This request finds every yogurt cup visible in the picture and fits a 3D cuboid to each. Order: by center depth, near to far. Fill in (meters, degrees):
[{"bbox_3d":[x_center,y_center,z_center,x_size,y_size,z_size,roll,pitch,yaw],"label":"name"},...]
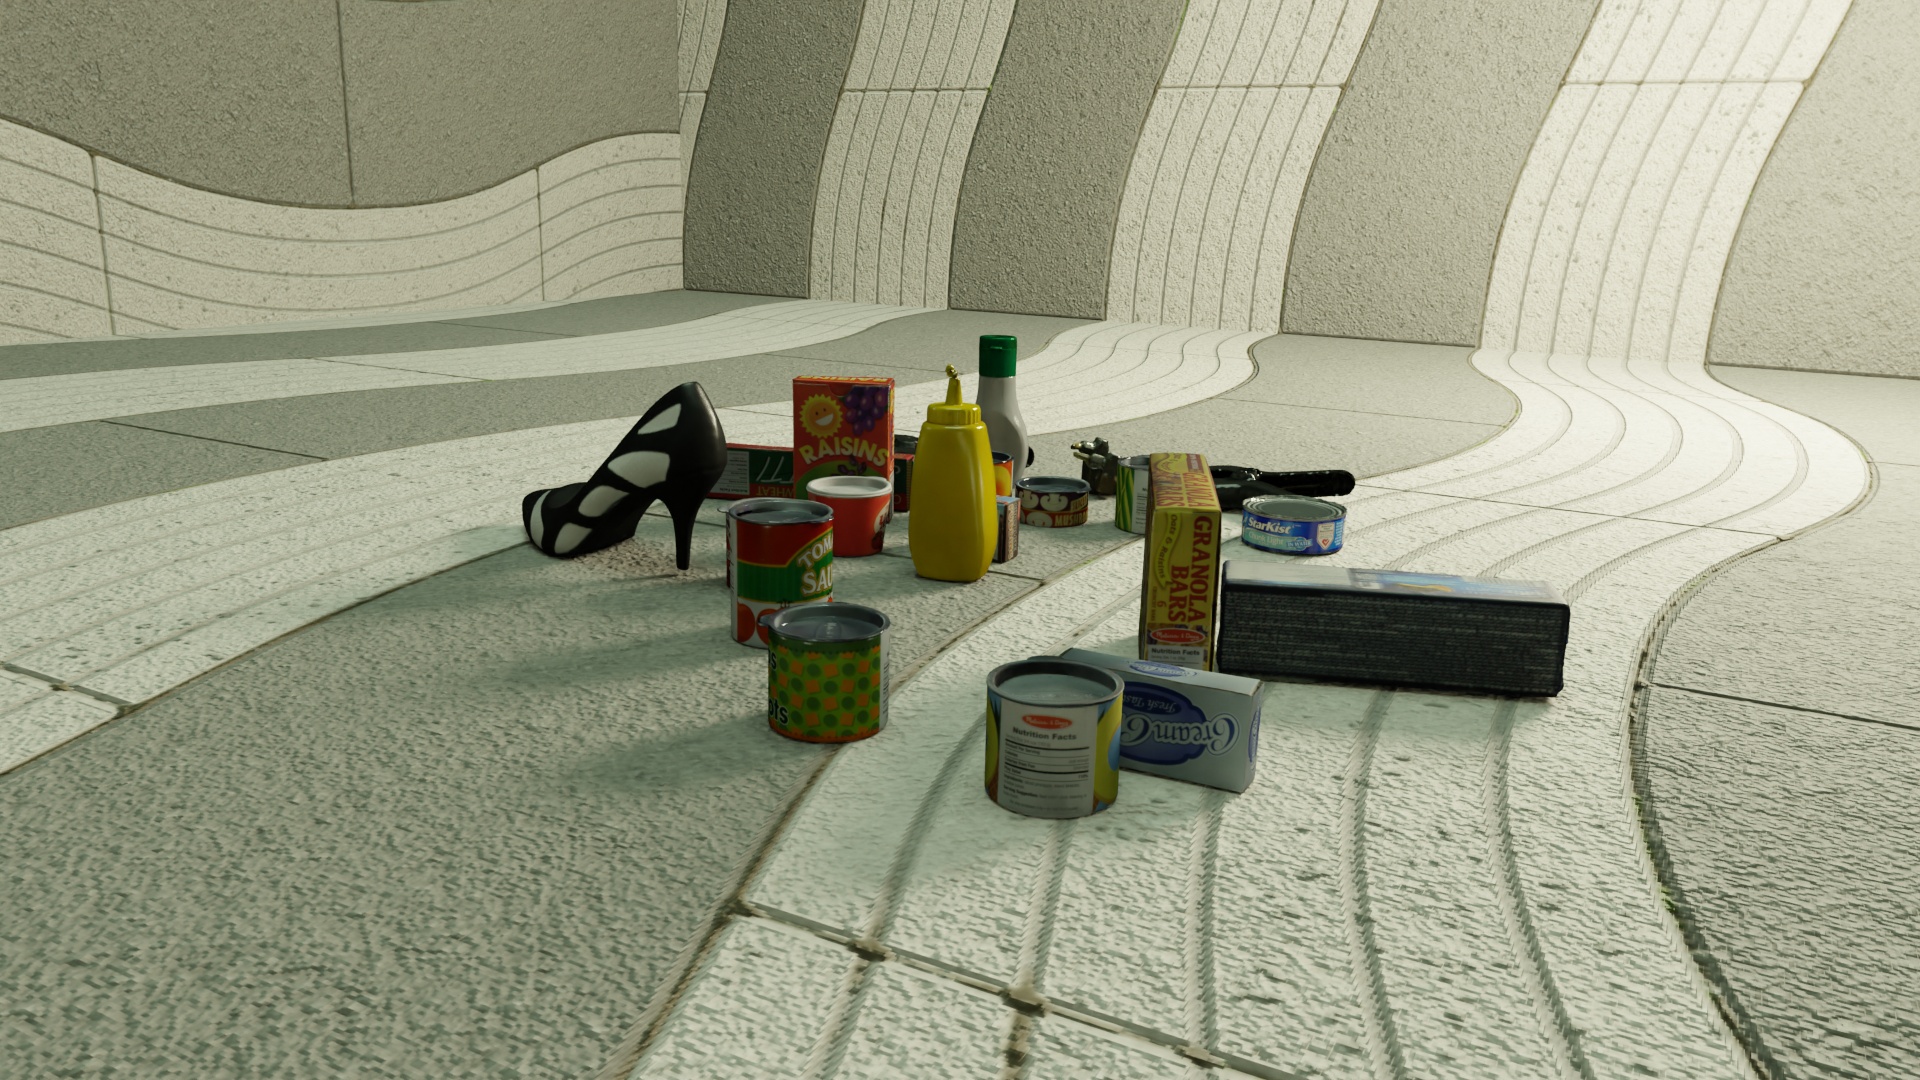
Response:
[{"bbox_3d":[-0.089,-0.019,1.108,0.072,0.053,0.072,1,14,0],"label":"yogurt cup"}]

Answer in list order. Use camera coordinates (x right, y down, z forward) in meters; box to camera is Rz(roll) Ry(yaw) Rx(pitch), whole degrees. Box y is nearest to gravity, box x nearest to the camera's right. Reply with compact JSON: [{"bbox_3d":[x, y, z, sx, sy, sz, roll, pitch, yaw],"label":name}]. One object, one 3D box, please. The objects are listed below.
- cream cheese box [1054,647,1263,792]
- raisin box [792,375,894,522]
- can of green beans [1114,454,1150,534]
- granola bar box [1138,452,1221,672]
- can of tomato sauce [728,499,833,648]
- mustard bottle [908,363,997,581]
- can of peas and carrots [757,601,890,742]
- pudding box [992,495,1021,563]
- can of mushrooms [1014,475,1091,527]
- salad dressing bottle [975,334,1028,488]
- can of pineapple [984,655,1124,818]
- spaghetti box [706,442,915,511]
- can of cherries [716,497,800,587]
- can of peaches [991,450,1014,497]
[{"bbox_3d":[0.098,0.090,0.702,0.104,0.053,0.024,8,15,24],"label":"cream cheese box"},{"bbox_3d":[-0.101,-0.080,1.204,0.086,0.123,0.040,3,14,4],"label":"raisin box"},{"bbox_3d":[0.168,-0.040,1.208,0.071,0.057,0.071,1,14,0],"label":"can of green beans"},{"bbox_3d":[0.128,0.023,0.824,0.039,0.123,0.166,3,14,6],"label":"granola bar box"},{"bbox_3d":[-0.113,0.021,0.890,0.071,0.083,0.071,1,14,0],"label":"can of tomato sauce"},{"bbox_3d":[-0.004,-0.051,1.029,0.065,0.159,0.049,6,14,16],"label":"mustard bottle"},{"bbox_3d":[-0.074,0.070,0.749,0.071,0.058,0.071,1,14,0],"label":"can of peas and carrots"},{"bbox_3d":[0.004,-0.014,1.106,0.084,0.049,0.030,8,16,26],"label":"pudding box"},{"bbox_3d":[0.083,-0.035,1.228,0.071,0.033,0.071,1,14,0],"label":"can of mushrooms"},{"bbox_3d":[0.035,-0.124,1.343,0.064,0.147,0.044,3,14,8],"label":"salad dressing bottle"},{"bbox_3d":[0.045,0.094,0.672,0.071,0.057,0.071,1,14,0],"label":"can of pineapple"},{"bbox_3d":[-0.163,-0.060,1.270,0.250,0.050,0.029,4,14,10],"label":"spaghetti box"},{"bbox_3d":[-0.139,0.004,1.005,0.071,0.058,0.071,1,14,0],"label":"can of cherries"},{"bbox_3d":[0.011,-0.046,1.217,0.071,0.058,0.071,1,14,0],"label":"can of peaches"}]
